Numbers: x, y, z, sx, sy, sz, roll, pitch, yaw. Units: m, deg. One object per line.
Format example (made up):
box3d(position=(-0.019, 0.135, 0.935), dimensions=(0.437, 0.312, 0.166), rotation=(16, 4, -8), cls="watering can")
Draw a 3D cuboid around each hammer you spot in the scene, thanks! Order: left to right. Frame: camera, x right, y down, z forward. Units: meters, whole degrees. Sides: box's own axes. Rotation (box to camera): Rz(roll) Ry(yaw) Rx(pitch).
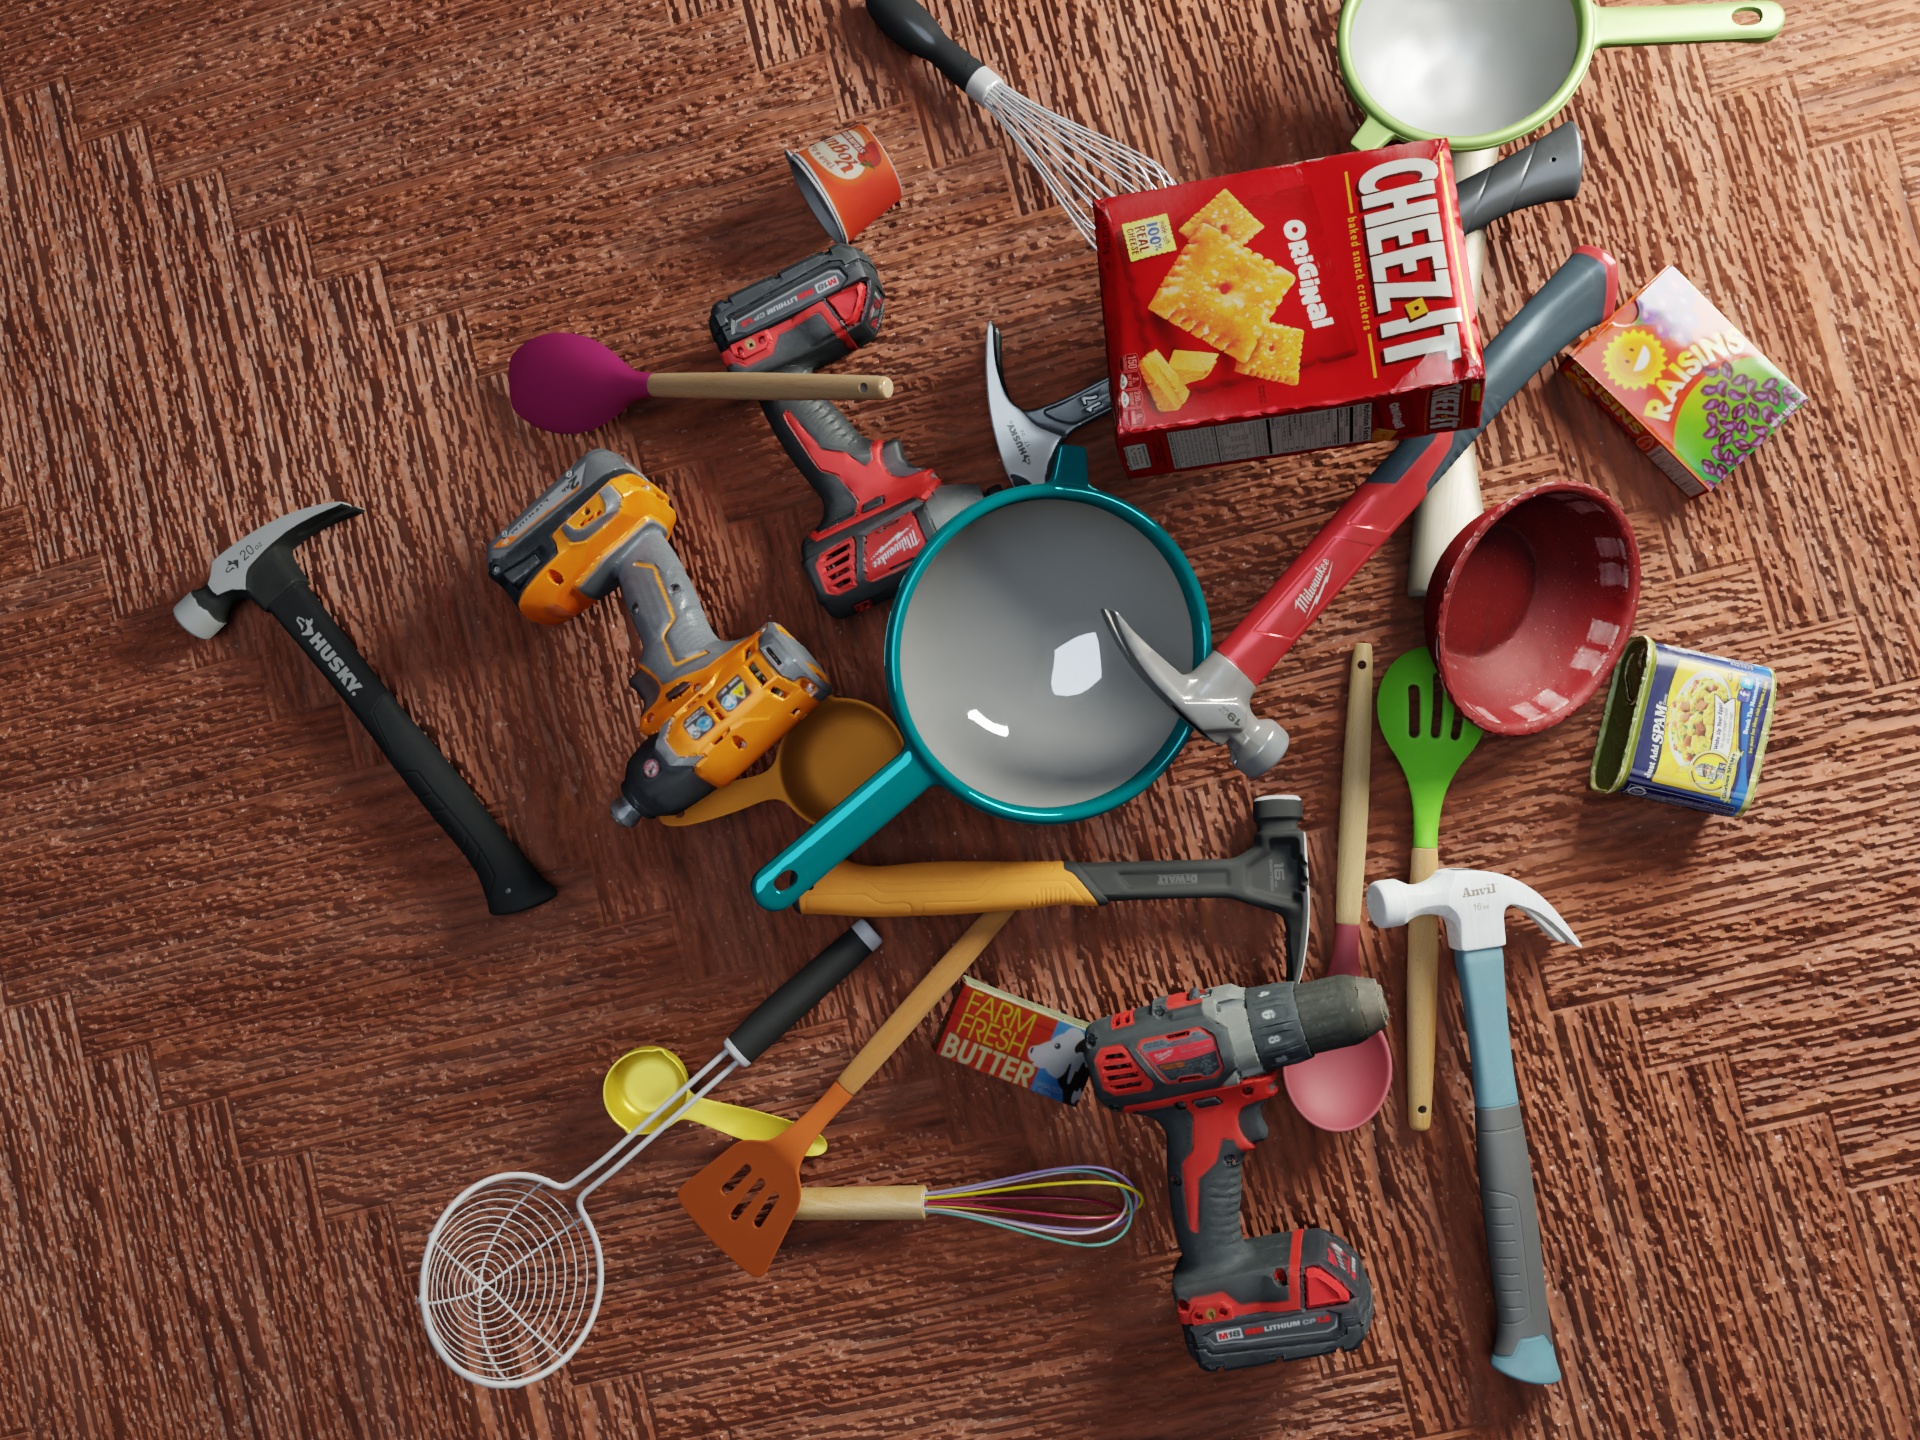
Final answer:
box3d(position=(-0.393, -0.001, 1.106), dimensions=(0.146, 0.035, 0.335), rotation=(-40, 85, 4), cls="hammer")
box3d(position=(0.057, 0.115, 1.036), dimensions=(0.337, 0.034, 0.127), rotation=(-1, 79, 3), cls="hammer")
box3d(position=(0.203, -0.270, 1.024), dimensions=(0.409, 0.036, 0.149), rotation=(-26, 83, 12), cls="hammer")
box3d(position=(0.258, -0.153, 0.982), dimensions=(0.143, 0.038, 0.386), rotation=(42, 88, -13), cls="hammer")
box3d(position=(0.311, -0.284, 1.035), dimensions=(0.146, 0.038, 0.410), rotation=(4, 89, 8), cls="hammer")
box3d(position=(0.340, 0.257, 1.008), dimensions=(0.128, 0.033, 0.331), rotation=(-8, 91, -10), cls="hammer")

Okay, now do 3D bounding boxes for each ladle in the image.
box3d(position=(0.252, 0.106, 1.036), dimensions=(0.069, 0.031, 0.315), rotation=(4, 87, 11), cls="ladle")

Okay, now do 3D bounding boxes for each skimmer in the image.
box3d(position=(-0.184, 0.264, 1.018), dimensions=(0.363, 0.090, 0.127), rotation=(-41, 107, -8), cls="skimmer")

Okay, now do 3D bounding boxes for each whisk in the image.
box3d(position=(-0.001, 0.322, 1.053), dimensions=(0.245, 0.047, 0.051), rotation=(-4, 76, 10), cls="whisk")
box3d(position=(0.040, -0.403, 1.061), dimensions=(0.285, 0.070, 0.070), rotation=(44, 93, 11), cls="whisk")

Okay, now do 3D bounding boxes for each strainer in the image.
box3d(position=(-0.002, -0.003, 1.012), dimensions=(0.340, 0.095, 0.211), rotation=(-40, 104, -6), cls="strainer")
box3d(position=(0.359, -0.408, 0.976), dimensions=(0.256, 0.069, 0.151), rotation=(0, 81, 8), cls="strainer")

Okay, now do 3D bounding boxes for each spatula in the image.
box3d(position=(-0.060, 0.225, 1.058), dimensions=(0.081, 0.041, 0.322), rotation=(41, 84, 12), cls="spatula")

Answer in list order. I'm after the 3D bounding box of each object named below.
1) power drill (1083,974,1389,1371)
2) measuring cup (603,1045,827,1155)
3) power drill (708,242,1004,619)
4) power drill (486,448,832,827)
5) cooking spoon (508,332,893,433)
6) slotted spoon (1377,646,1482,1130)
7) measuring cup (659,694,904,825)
box3d(position=(0.193, 0.271, 0.990), dimensions=(0.188, 0.080, 0.226), rotation=(-16, 92, 15), cls="power drill")
box3d(position=(-0.165, 0.265, 1.083), dimensions=(0.156, 0.029, 0.062), rotation=(19, 89, -5), cls="measuring cup")
box3d(position=(-0.066, -0.192, 1.056), dimensions=(0.143, 0.078, 0.219), rotation=(-24, 89, 6), cls="power drill")
box3d(position=(-0.211, -0.049, 1.043), dimensions=(0.164, 0.084, 0.227), rotation=(-42, 72, 4), cls="power drill")
box3d(position=(-0.181, -0.219, 1.037), dimensions=(0.319, 0.017, 0.068), rotation=(7, 103, 29), cls="cooking spoon")
box3d(position=(0.303, 0.108, 1.031), dimensions=(0.070, 0.031, 0.314), rotation=(2, 90, 3), cls="slotted spoon")
box3d(position=(-0.114, 0.041, 1.066), dimensions=(0.173, 0.052, 0.095), rotation=(-16, 86, 8), cls="measuring cup")
